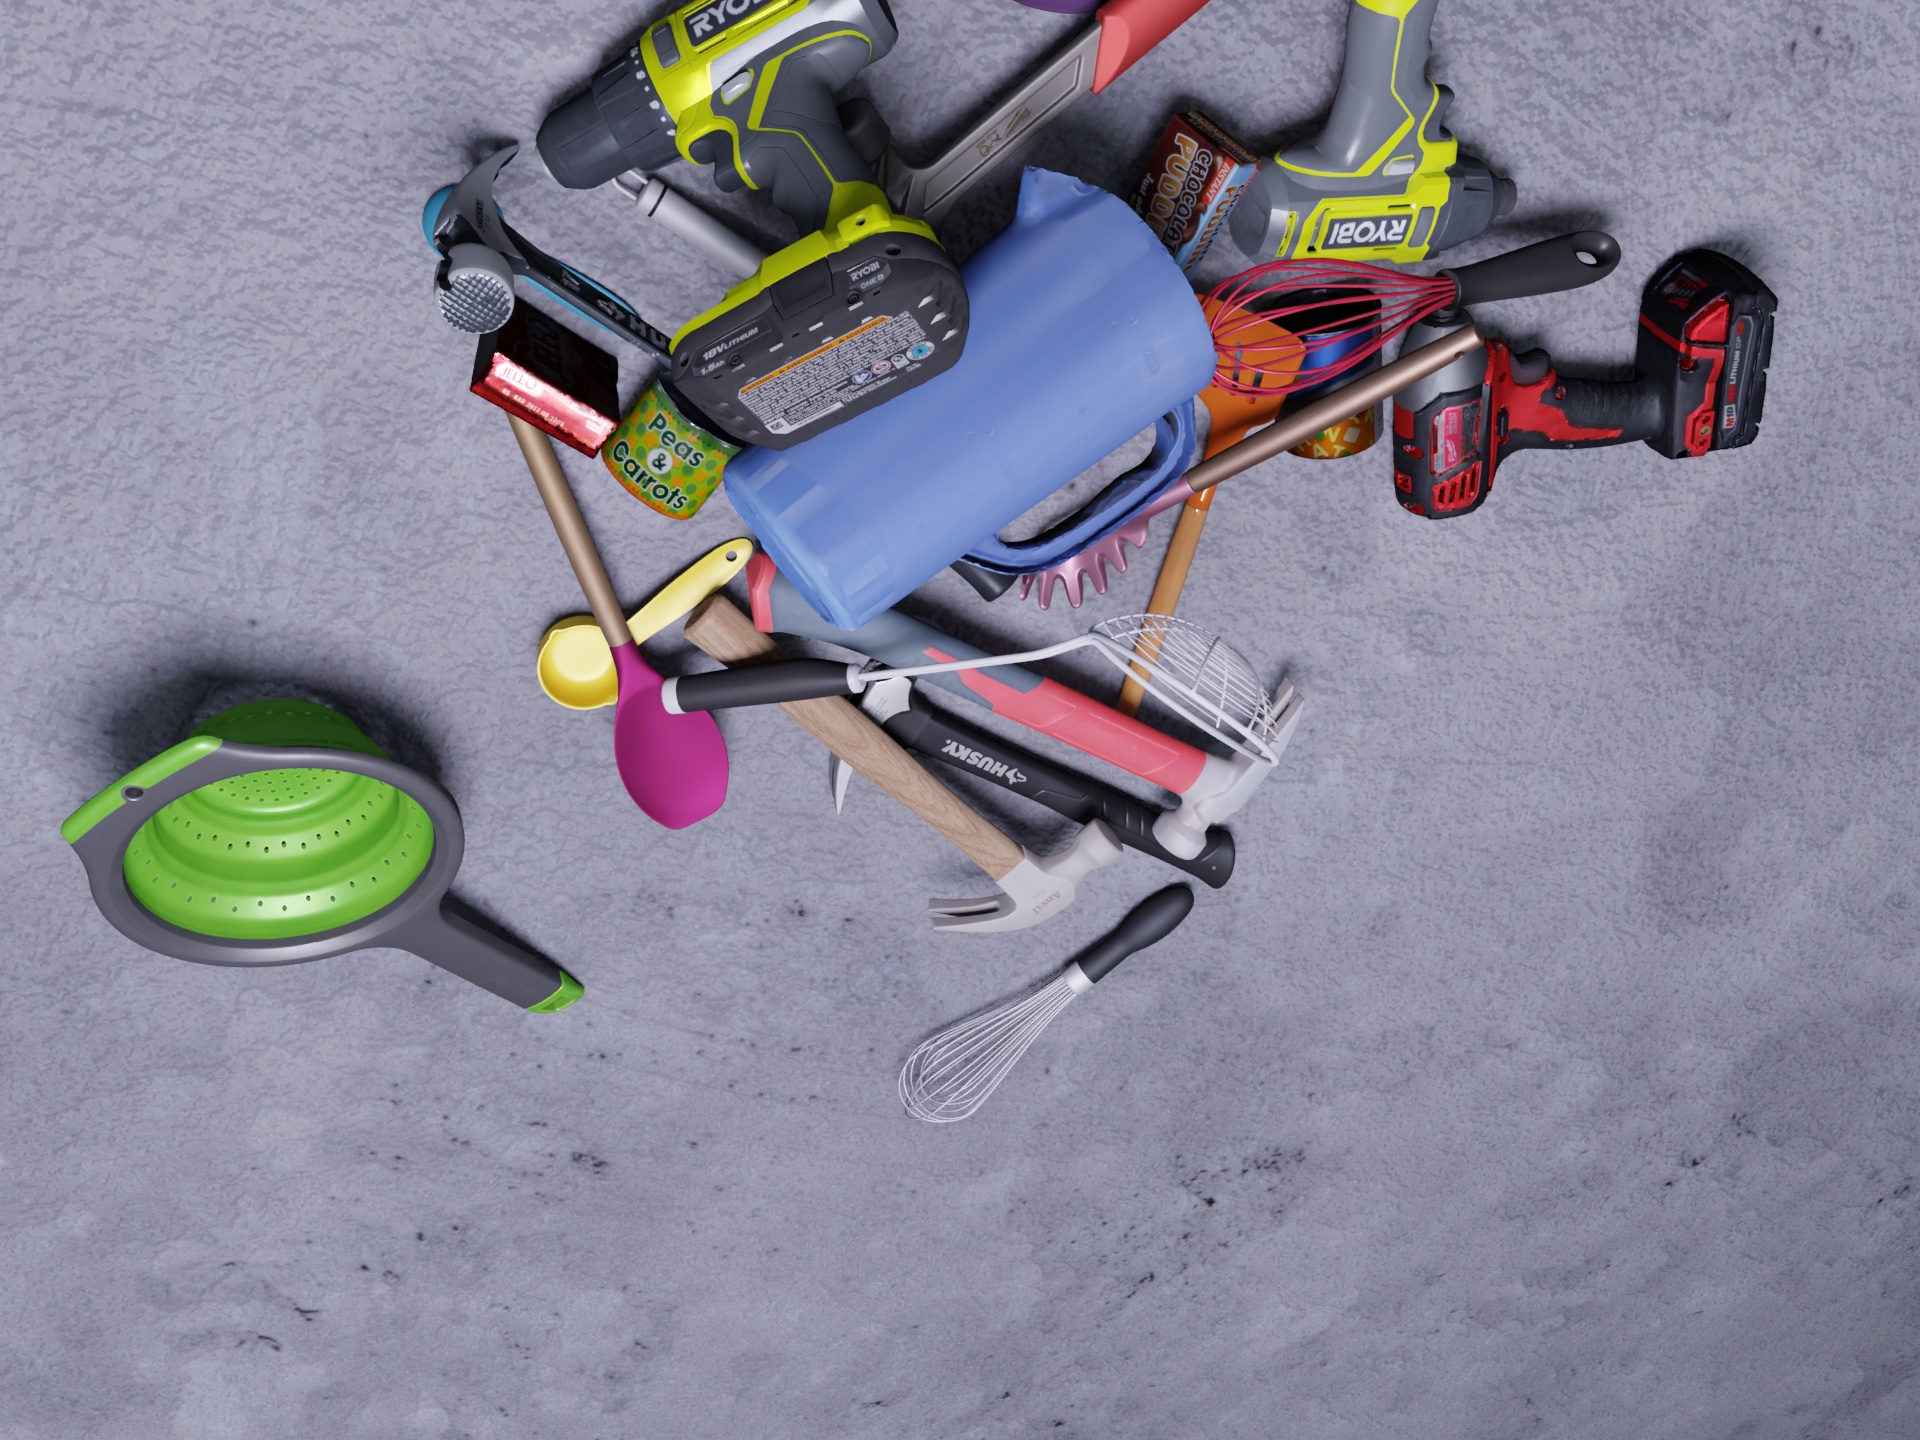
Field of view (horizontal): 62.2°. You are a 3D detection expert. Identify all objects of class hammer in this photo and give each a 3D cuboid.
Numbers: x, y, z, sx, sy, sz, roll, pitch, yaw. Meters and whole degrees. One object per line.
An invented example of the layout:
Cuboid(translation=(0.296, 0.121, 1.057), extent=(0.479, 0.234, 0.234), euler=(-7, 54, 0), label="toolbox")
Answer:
Cuboid(translation=(-0.109, -0.170, 0.888), extent=(0.036, 0.149, 0.408), euler=(-39, 133, 25), label="hammer")
Cuboid(translation=(0.043, -0.030, 1.016), extent=(0.386, 0.038, 0.143), euler=(24, 113, -27), label="hammer")
Cuboid(translation=(0.062, 0.052, 1.120), extent=(0.334, 0.035, 0.146), euler=(25, 115, -27), label="hammer")
Cuboid(translation=(-0.047, 0.032, 1.038), extent=(0.130, 0.031, 0.331), euler=(-42, 117, 17), label="hammer")
Cuboid(translation=(0.105, -0.366, 0.830), extent=(0.359, 0.037, 0.149), euler=(-37, 136, 10), label="hammer")

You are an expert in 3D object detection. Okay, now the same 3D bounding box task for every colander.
Cuboid(translation=(-0.378, 0.091, 1.026), extent=(0.204, 0.095, 0.396), euler=(-31, 143, 9), label="colander")

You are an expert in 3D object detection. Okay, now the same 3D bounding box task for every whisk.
Cuboid(translation=(0.066, 0.217, 1.227), extent=(0.284, 0.070, 0.070), euler=(-39, 124, 8), label="whisk")
Cuboid(translation=(0.255, -0.237, 0.884), extent=(0.296, 0.073, 0.073), euler=(-17, 128, -21), label="whisk")

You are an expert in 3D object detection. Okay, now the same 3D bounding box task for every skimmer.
Cuboid(translation=(-0.001, -0.003, 0.924), extent=(0.363, 0.090, 0.127), euler=(-6, 169, 13), label="skimmer")

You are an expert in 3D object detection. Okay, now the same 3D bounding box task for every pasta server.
Cuboid(translation=(0.161, -0.146, 0.938), extent=(0.316, 0.040, 0.060), euler=(-25, 151, 35), label="pasta server")

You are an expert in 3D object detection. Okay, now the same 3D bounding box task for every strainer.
Cuboid(translation=(-0.078, -0.233, 0.886), extent=(0.258, 0.050, 0.087), euler=(29, 140, -22), label="strainer")

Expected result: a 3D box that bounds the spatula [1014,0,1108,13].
Cuboid(translation=(-0.046, -0.390, 0.797), extent=(0.316, 0.018, 0.059), euler=(-3, 128, -12), label="spatula")

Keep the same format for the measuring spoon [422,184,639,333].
Cuboid(translation=(-0.228, -0.240, 0.856), extent=(0.128, 0.021, 0.042), euler=(28, 114, -26), label="measuring spoon")

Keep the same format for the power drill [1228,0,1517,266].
Cuboid(translation=(0.249, -0.349, 0.841), extent=(0.171, 0.080, 0.223), euler=(-9, 140, -17), label="power drill")

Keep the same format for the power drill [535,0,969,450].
Cuboid(translation=(-0.103, -0.251, 0.764), extent=(0.190, 0.229, 0.080), euler=(-24, 158, 13), label="power drill")

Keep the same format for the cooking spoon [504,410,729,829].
Cuboid(translation=(-0.213, -0.070, 0.954), extent=(0.069, 0.017, 0.318), euler=(-26, 119, -15), label="cooking spoon")

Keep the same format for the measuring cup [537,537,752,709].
Cuboid(translation=(-0.195, -0.067, 0.989), extent=(0.156, 0.029, 0.062), euler=(-37, 120, -1), label="measuring cup")

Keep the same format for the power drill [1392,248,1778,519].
Cuboid(translation=(0.375, -0.214, 0.984), extent=(0.219, 0.079, 0.143), euler=(-13, 126, -1), label="power drill")

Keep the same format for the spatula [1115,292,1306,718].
Cuboid(translation=(0.140, -0.115, 1.015), extent=(0.081, 0.041, 0.322), euler=(30, 128, 20), label="spatula")
